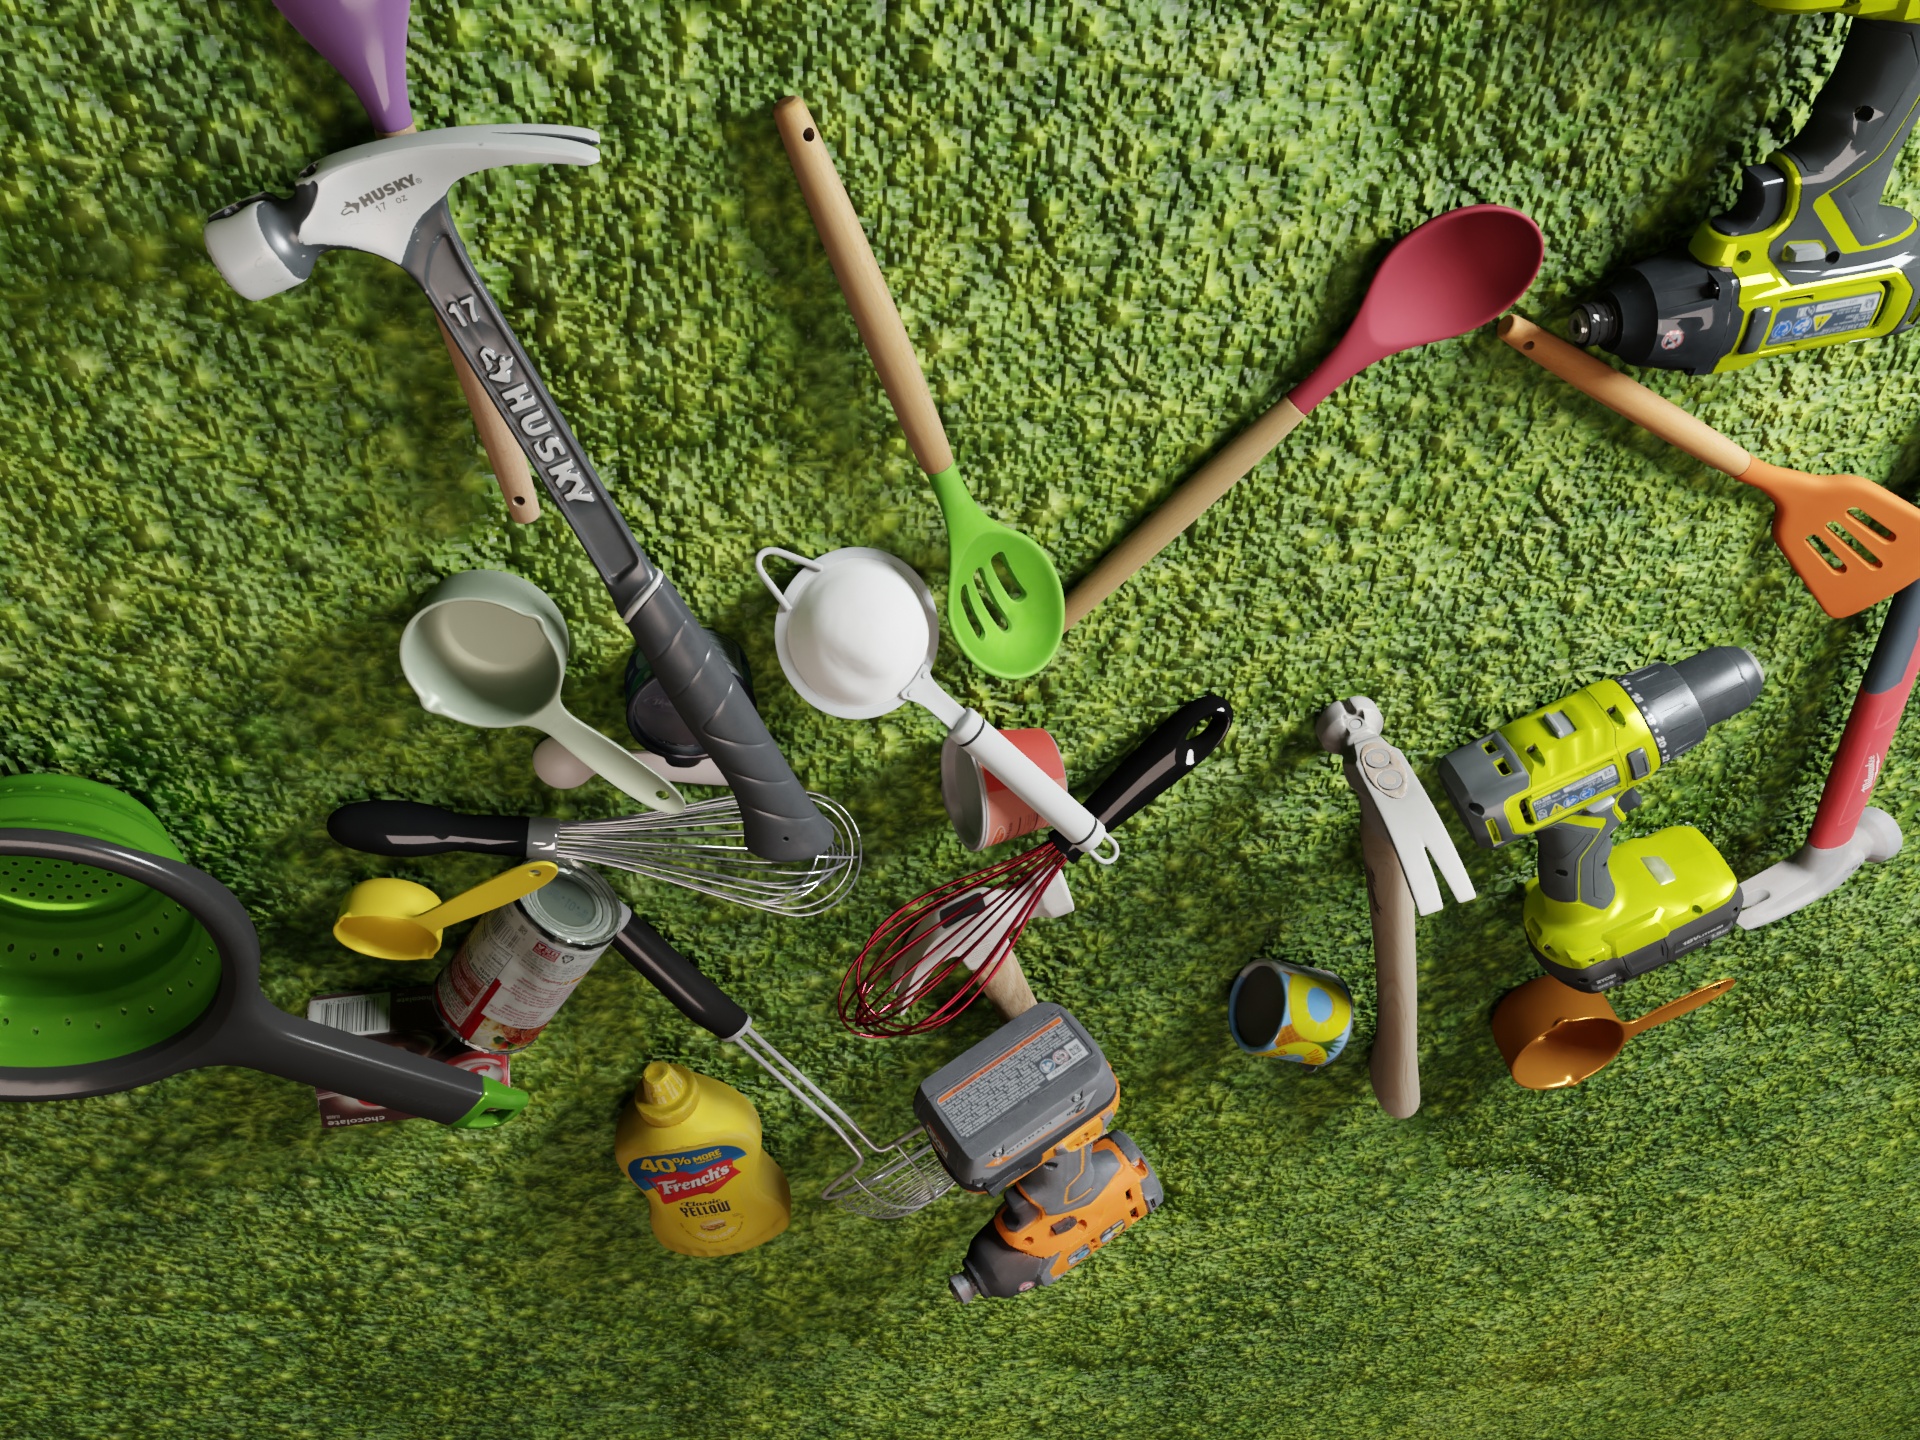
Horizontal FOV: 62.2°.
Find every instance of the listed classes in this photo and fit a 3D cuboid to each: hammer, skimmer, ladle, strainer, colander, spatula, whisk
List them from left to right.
[{"bbox_3d":[-0.401,0.127,0.837,0.204,0.095,0.396,-40,132,21],"label":"colander"},{"bbox_3d":[-0.217,-0.209,0.628,0.060,0.018,0.315,-10,132,-2],"label":"spatula"},{"bbox_3d":[-0.194,0.067,0.864,0.284,0.070,0.070,4,131,-13],"label":"whisk"},{"bbox_3d":[-0.149,-0.074,0.719,0.149,0.036,0.408,-21,130,6],"label":"hammer"},{"bbox_3d":[-0.112,0.216,1.040,0.127,0.090,0.363,-35,121,9],"label":"skimmer"},{"bbox_3d":[-0.001,-0.003,0.817,0.258,0.050,0.087,41,79,-25],"label":"strainer"},{"bbox_3d":[0.050,0.223,1.088,0.130,0.031,0.331,-21,134,4],"label":"hammer"},{"bbox_3d":[0.044,0.087,0.926,0.296,0.073,0.073,-41,130,6],"label":"whisk"},{"bbox_3d":[0.147,-0.137,0.787,0.069,0.031,0.315,31,120,-33],"label":"ladle"},{"bbox_3d":[0.287,0.165,1.037,0.038,0.146,0.410,-19,138,1],"label":"hammer"},{"bbox_3d":[0.401,-0.139,0.843,0.322,0.041,0.081,19,139,-27],"label":"spatula"},{"bbox_3d":[0.560,-0.027,0.974,0.143,0.038,0.385,-23,134,-16],"label":"hammer"}]

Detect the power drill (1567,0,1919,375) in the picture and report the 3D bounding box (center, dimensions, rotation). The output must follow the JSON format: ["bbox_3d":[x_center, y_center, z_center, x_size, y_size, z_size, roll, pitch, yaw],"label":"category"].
[{"bbox_3d":[0.370,-0.259,0.702,0.171,0.080,0.223,-11,137,-5],"label":"power drill"}]

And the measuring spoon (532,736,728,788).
[{"bbox_3d":[-0.167,0.028,0.859,0.124,0.018,0.034,5,130,-20],"label":"measuring spoon"}]

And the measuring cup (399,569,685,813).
[{"bbox_3d":[-0.197,-0.011,0.786,0.083,0.038,0.167,-34,123,23],"label":"measuring cup"}]

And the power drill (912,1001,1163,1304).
[{"bbox_3d":[0.044,0.303,1.061,0.164,0.084,0.226,-32,137,-12],"label":"power drill"}]

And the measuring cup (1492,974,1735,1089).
[{"bbox_3d":[0.479,0.211,1.180,0.173,0.052,0.095,-25,133,5],"label":"measuring cup"}]

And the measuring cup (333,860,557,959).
[{"bbox_3d":[-0.273,0.092,0.857,0.156,0.029,0.062,-22,140,26],"label":"measuring cup"}]

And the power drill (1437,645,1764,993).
[{"bbox_3d":[0.422,0.061,1.010,0.190,0.080,0.228,-27,130,9],"label":"power drill"}]

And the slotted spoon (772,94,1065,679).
[{"bbox_3d":[-0.018,-0.140,0.736,0.070,0.031,0.313,-44,134,-21],"label":"slotted spoon"}]
